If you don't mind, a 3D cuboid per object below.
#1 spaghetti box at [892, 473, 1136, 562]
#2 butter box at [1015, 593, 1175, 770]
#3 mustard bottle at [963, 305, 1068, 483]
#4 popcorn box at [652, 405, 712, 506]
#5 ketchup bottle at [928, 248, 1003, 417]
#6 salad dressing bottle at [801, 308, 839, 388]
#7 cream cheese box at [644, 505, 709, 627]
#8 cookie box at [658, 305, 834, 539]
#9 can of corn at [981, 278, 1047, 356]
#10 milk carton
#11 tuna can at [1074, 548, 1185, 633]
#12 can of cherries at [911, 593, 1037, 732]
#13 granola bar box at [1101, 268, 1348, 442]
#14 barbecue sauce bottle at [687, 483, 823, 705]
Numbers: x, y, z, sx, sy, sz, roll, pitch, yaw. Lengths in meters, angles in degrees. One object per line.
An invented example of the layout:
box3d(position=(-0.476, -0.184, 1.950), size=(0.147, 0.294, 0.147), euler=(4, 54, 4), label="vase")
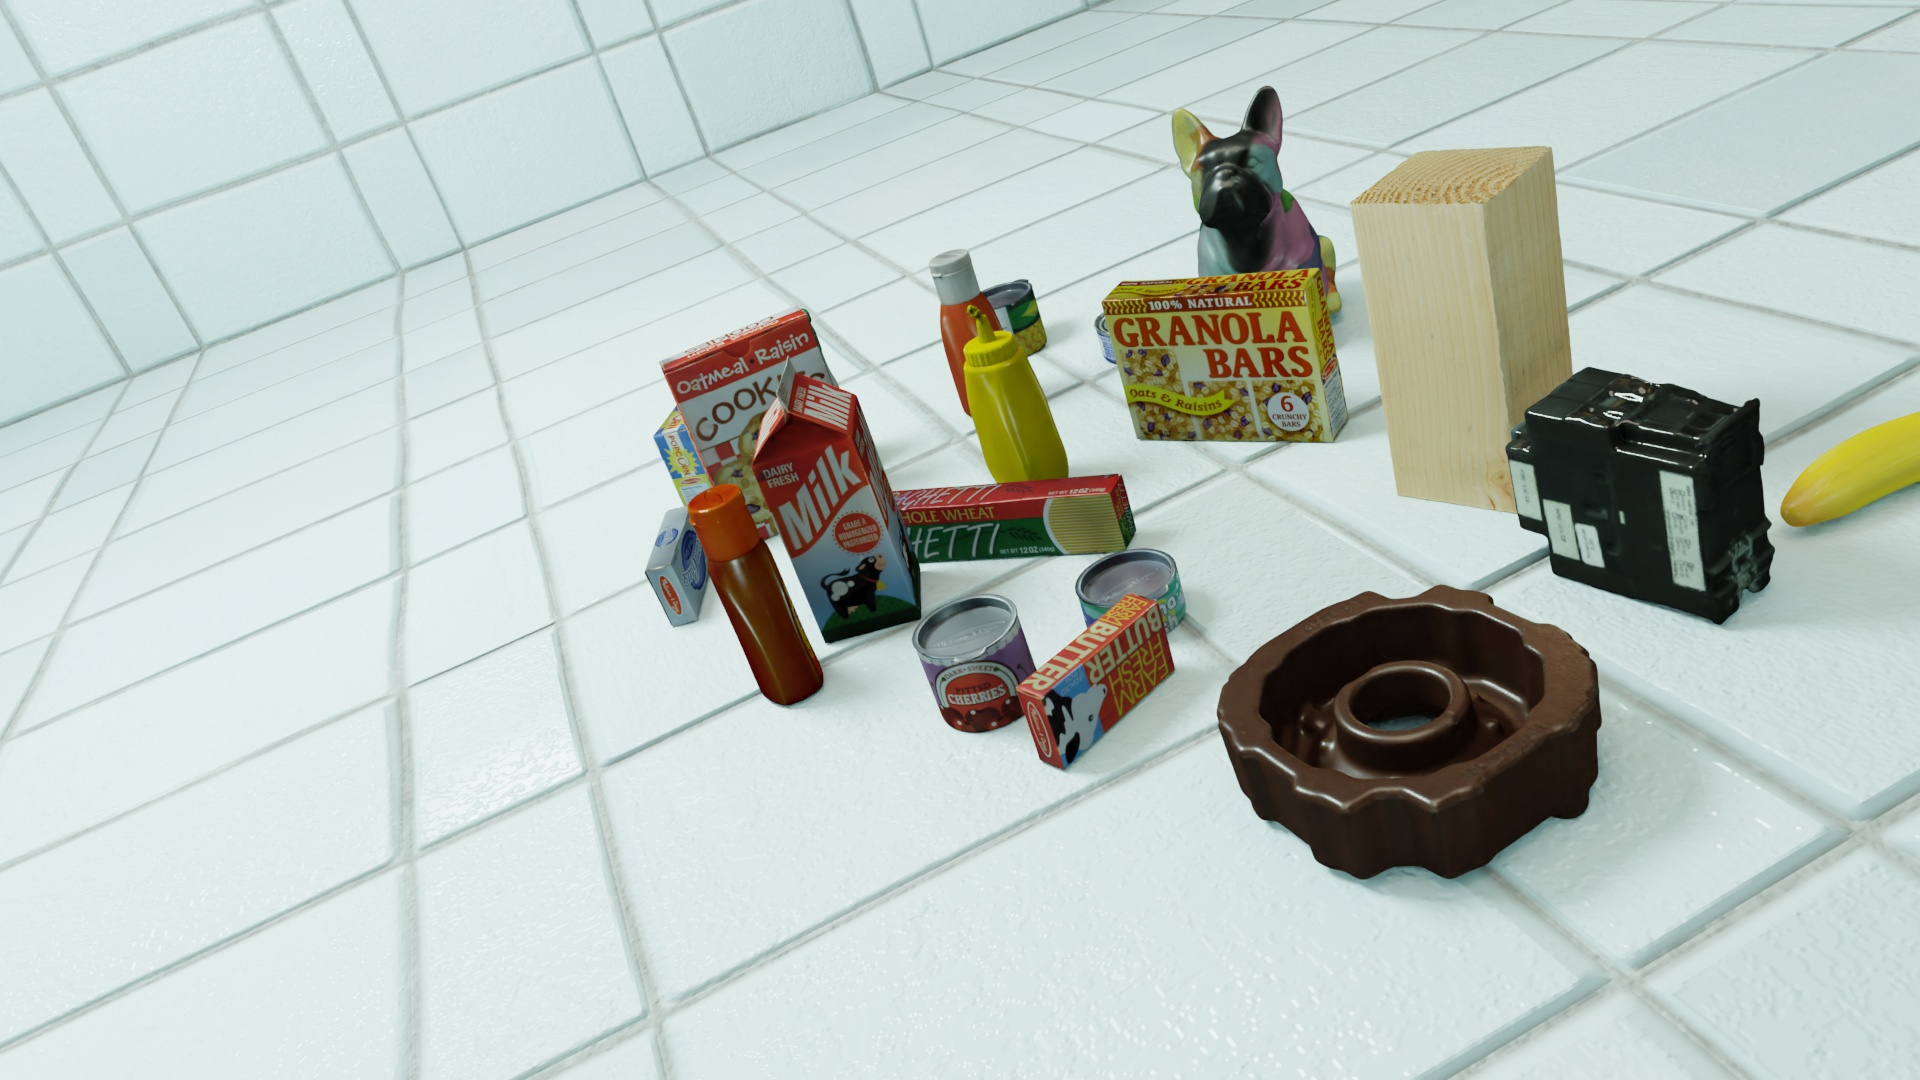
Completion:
box3d(position=(0.004, -0.013, 1.020), size=(0.250, 0.050, 0.029), euler=(-4, 31, 27), label="spaghetti box")
box3d(position=(0.079, 0.080, 0.800), size=(0.104, 0.053, 0.024), euler=(-36, 32, -30), label="butter box")
box3d(position=(0.036, -0.106, 1.052), size=(0.049, 0.159, 0.065), euler=(-33, 30, -25), label="mustard bottle")
box3d(position=(-0.228, -0.090, 1.267), size=(0.038, 0.085, 0.127), euler=(-11, 28, 16), label="popcorn box")
box3d(position=(0.010, -0.179, 1.213), size=(0.065, 0.148, 0.044), euler=(12, 40, 45), label="ketchup bottle")
box3d(position=(-0.125, -0.127, 1.203), size=(0.044, 0.147, 0.064), euler=(-20, 27, -2), label="salad dressing bottle")
box3d(position=(-0.221, 0.019, 1.098), size=(0.024, 0.053, 0.104), euler=(-16, 27, 7), label="cream cheese box")
box3d(position=(-0.157, -0.092, 1.137), size=(0.123, 0.166, 0.040), euler=(-25, 28, -11), label="cookie box")
box3d(position=(0.047, -0.213, 1.351), size=(0.071, 0.058, 0.071), euler=(-15, 28, 8), label="can of corn")
box3d(position=(-0.089, -0.031, 0.959), size=(0.073, 0.189, 0.073), euler=(-16, 27, 7), label="milk carton")
box3d(position=(0.110, 0.037, 0.882), size=(0.071, 0.032, 0.071), euler=(-15, 28, 8), label="tuna can")
box3d(position=(0.010, 0.076, 0.844), size=(0.071, 0.058, 0.072), euler=(-15, 28, 8), label="can of cherries")
box3d(position=(0.199, -0.137, 1.046), size=(0.165, 0.123, 0.039), euler=(4, 35, 37), label="granola bar box")
box3d(position=(-0.136, 0.035, 0.913), size=(0.044, 0.148, 0.065), euler=(-27, 28, -15), label="barbecue sauce bottle")
